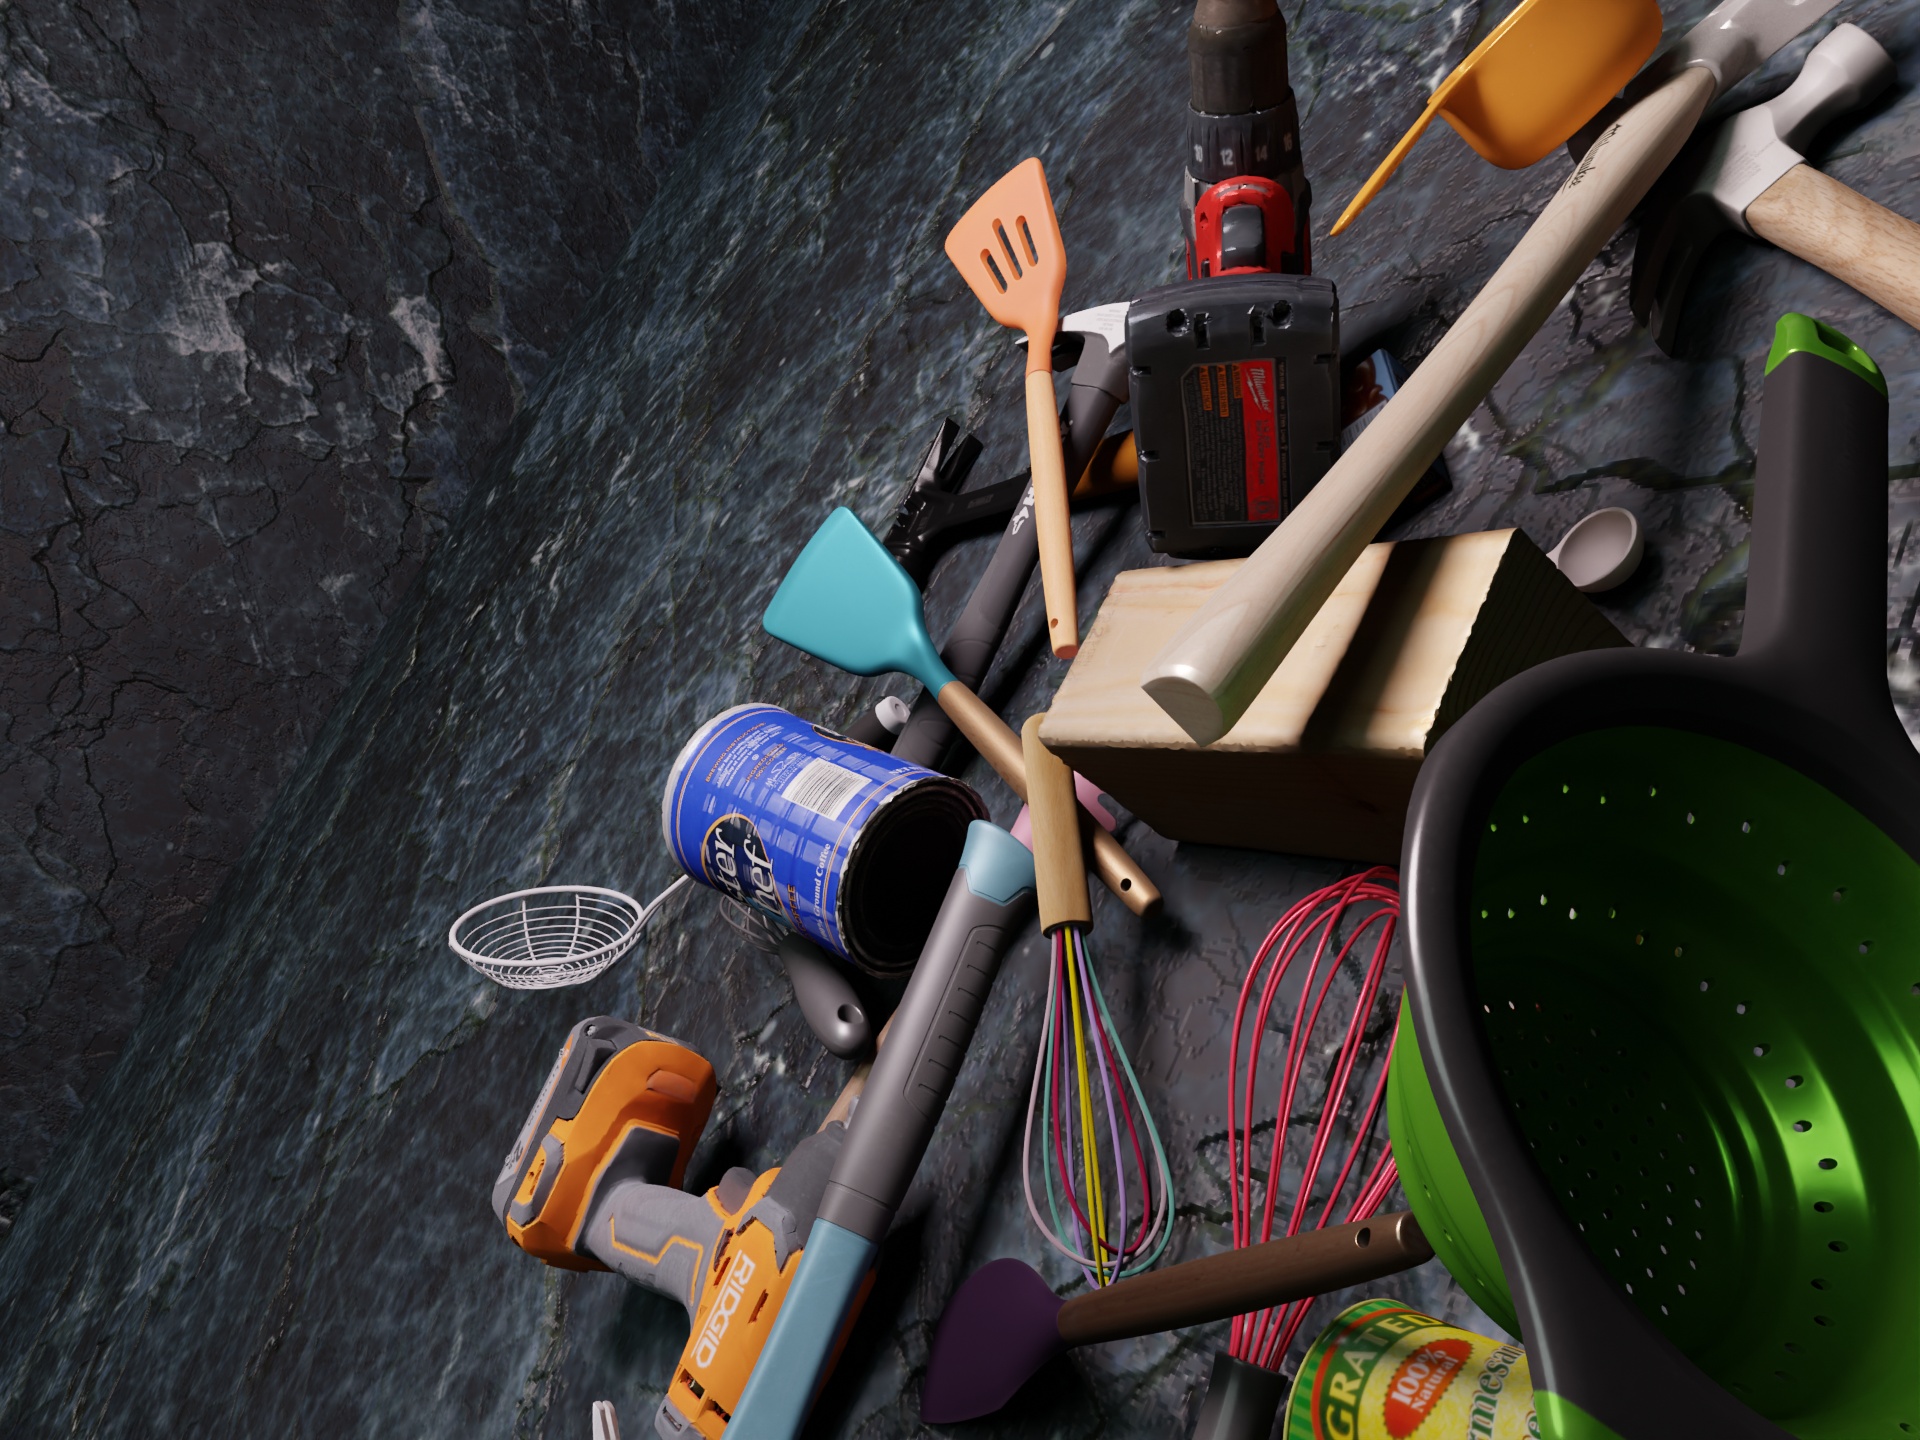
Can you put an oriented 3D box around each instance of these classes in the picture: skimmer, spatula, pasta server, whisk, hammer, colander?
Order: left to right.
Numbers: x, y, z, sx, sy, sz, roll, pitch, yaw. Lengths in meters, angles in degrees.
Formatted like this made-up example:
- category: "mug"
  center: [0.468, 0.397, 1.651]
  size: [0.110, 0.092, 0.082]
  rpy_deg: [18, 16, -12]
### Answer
- category: "skimmer"
  center: [-0.185, 0.070, 1.023]
  size: [0.363, 0.090, 0.127]
  rpy_deg: [-37, 1, 25]
- category: "whisk"
  center: [-0.088, 0.121, 0.848]
  size: [0.055, 0.055, 0.239]
  rpy_deg: [-54, 24, 1]
- category: "hammer"
  center: [-0.038, 0.193, 0.640]
  size: [0.033, 0.128, 0.331]
  rpy_deg: [93, -160, -67]
- category: "pasta server"
  center: [-0.002, 0.122, 0.759]
  size: [0.316, 0.040, 0.060]
  rpy_deg: [-57, 28, 4]
- category: "spatula"
  center: [-0.001, -0.002, 0.765]
  size: [0.082, 0.044, 0.318]
  rpy_deg: [-55, 41, 10]
- category: "hammer"
  center: [0.020, -0.075, 0.877]
  size: [0.146, 0.035, 0.335]
  rpy_deg: [28, 92, 57]
- category: "spatula"
  center: [0.037, -0.168, 0.847]
  size: [0.081, 0.041, 0.323]
  rpy_deg: [-34, 45, 37]
- category: "hammer"
  center: [0.066, -0.148, 0.934]
  size: [0.337, 0.034, 0.127]
  rpy_deg: [-4, 57, 55]
- category: "whisk"
  center: [0.046, 0.103, 0.635]
  size: [0.051, 0.047, 0.245]
  rpy_deg: [-25, 54, 30]
- category: "spatula"
  center: [0.050, 0.191, 0.520]
  size: [0.315, 0.018, 0.060]
  rpy_deg: [-46, 25, 55]
- category: "whisk"
  center: [0.097, 0.184, 0.504]
  size: [0.073, 0.073, 0.296]
  rpy_deg: [-4, 61, 55]
- category: "hammer"
  center: [0.197, -0.146, 0.569]
  size: [0.411, 0.038, 0.146]
  rpy_deg: [-49, 5, -25]
- category: "colander"
  center: [0.200, 0.033, 0.426]
  size: [0.397, 0.204, 0.094]
  rpy_deg: [-64, 4, -37]
- category: "hammer"
  center: [0.329, -0.134, 0.519]
  size: [0.130, 0.031, 0.332]
  rpy_deg: [-43, 30, 20]

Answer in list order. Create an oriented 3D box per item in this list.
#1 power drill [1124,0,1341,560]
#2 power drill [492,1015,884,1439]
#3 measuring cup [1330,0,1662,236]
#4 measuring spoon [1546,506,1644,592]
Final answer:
- category: "power drill"
  center: [0.120, -0.195, 0.682]
  size: [0.080, 0.187, 0.227]
  rpy_deg: [-1, 40, 13]
- category: "power drill"
  center: [-0.119, 0.220, 0.741]
  size: [0.227, 0.084, 0.164]
  rpy_deg: [19, 82, 50]
- category: "measuring cup"
  center: [0.218, -0.241, 0.648]
  size: [0.173, 0.052, 0.095]
  rpy_deg: [-49, 7, -14]
- category: "measuring spoon"
  center: [0.214, -0.046, 0.623]
  size: [0.124, 0.018, 0.034]
  rpy_deg: [-31, 36, 49]
